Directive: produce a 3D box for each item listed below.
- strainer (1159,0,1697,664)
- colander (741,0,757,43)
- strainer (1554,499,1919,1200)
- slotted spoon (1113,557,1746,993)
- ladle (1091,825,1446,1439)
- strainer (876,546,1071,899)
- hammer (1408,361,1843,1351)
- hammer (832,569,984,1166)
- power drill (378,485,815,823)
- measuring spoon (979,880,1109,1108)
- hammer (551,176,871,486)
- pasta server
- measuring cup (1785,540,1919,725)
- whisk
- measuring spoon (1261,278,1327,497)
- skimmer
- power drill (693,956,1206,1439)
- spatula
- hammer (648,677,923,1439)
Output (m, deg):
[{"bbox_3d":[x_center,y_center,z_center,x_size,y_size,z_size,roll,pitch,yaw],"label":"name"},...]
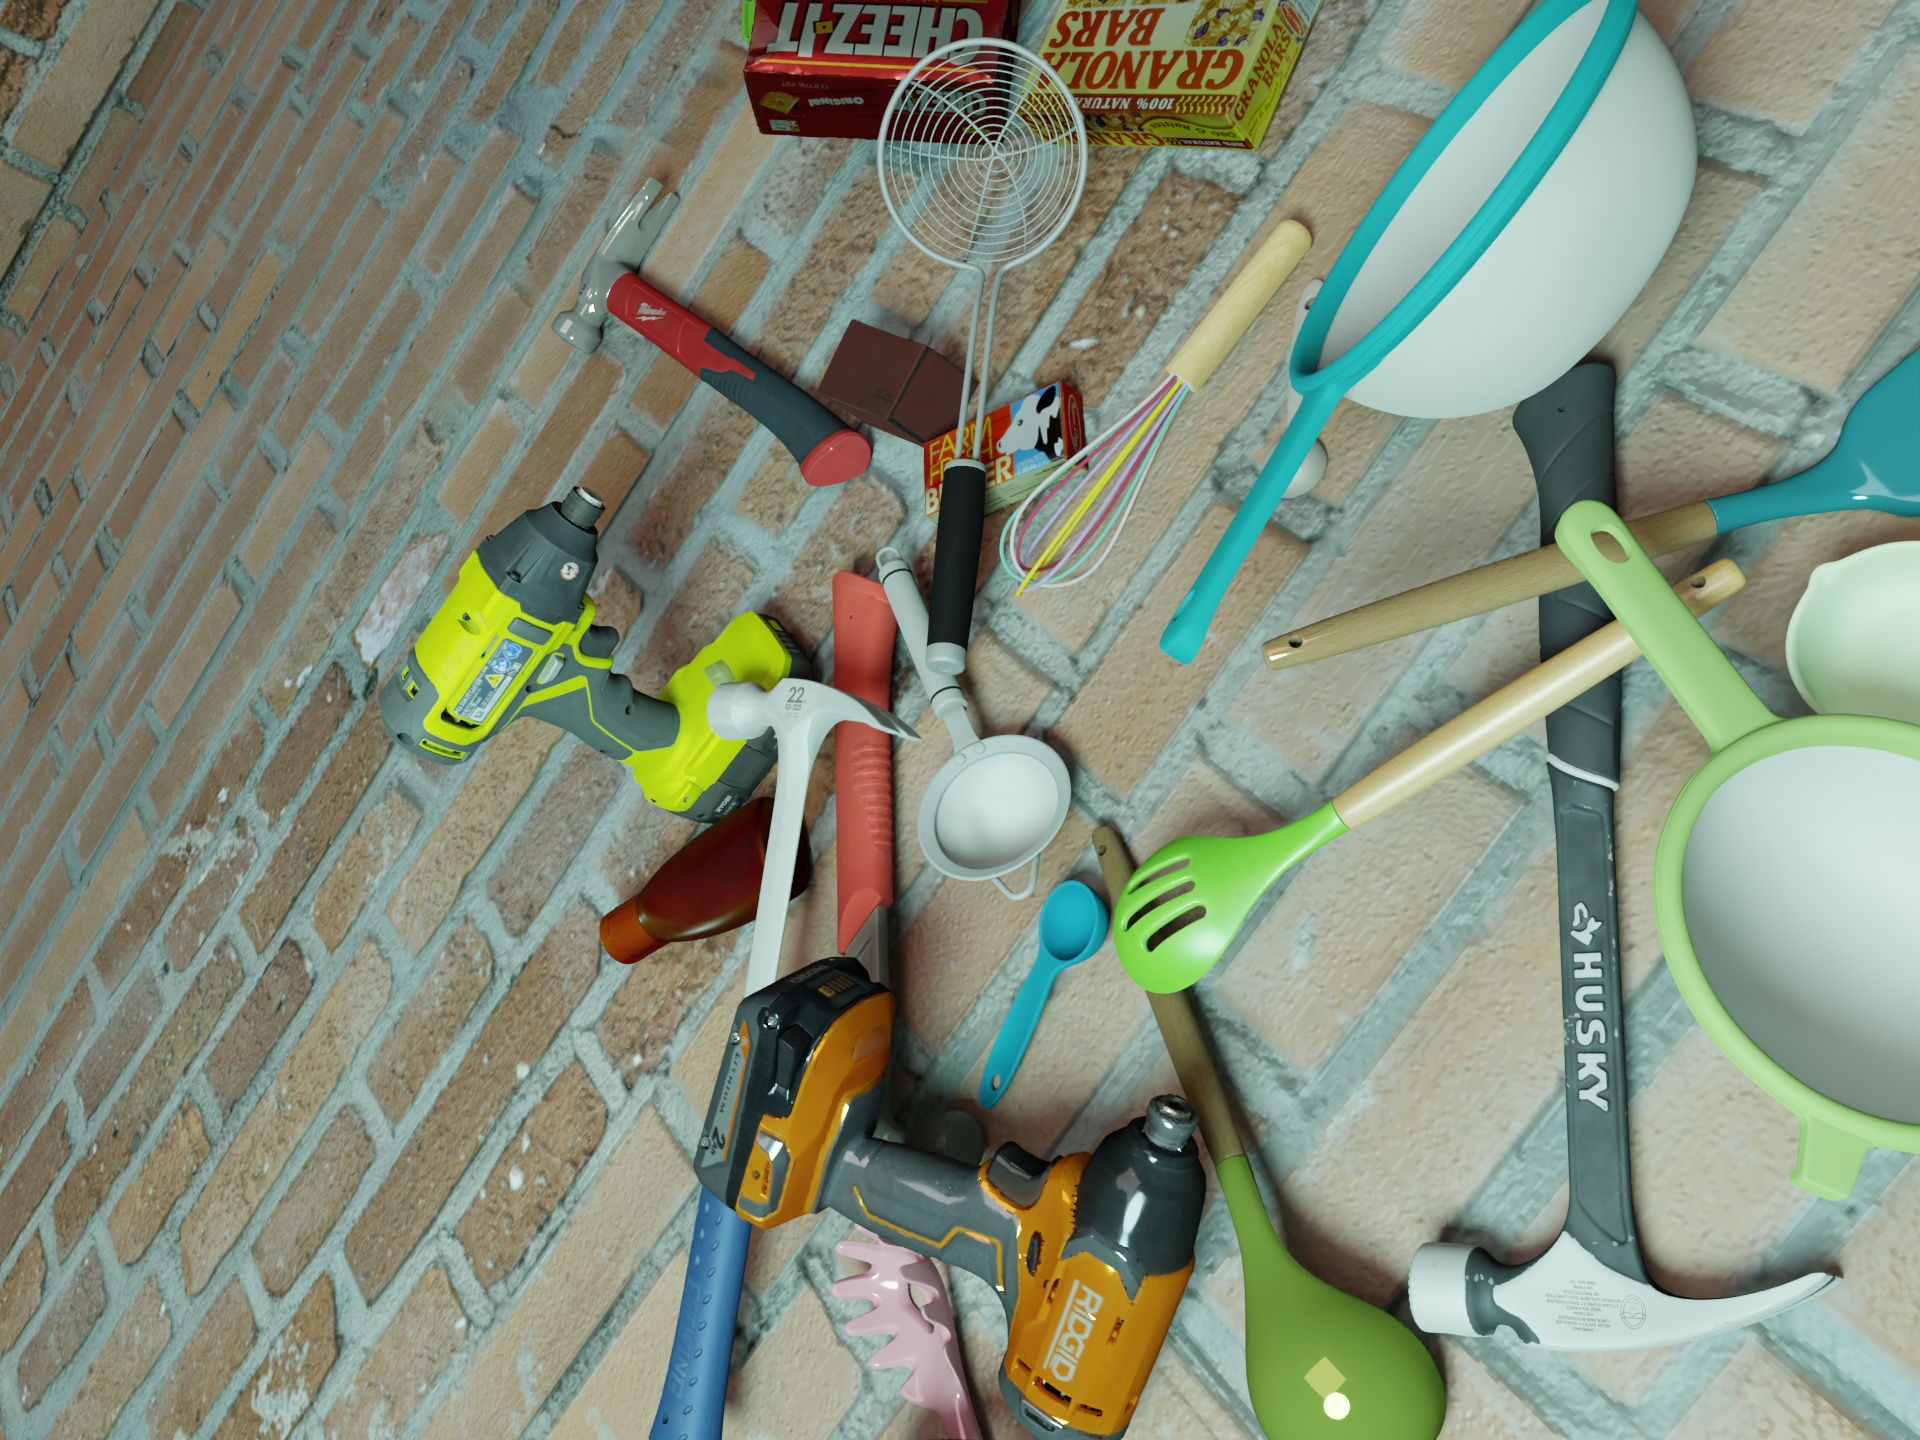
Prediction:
[{"bbox_3d":[0.210,-0.154,0.689,0.340,0.095,0.211,-58,8,-1],"label":"strainer"},{"bbox_3d":[-0.041,-0.631,1.123,0.397,0.094,0.205,-16,63,35],"label":"colander"},{"bbox_3d":[0.284,0.035,0.570,0.151,0.069,0.257,-22,65,-9],"label":"strainer"},{"bbox_3d":[0.183,0.025,0.675,0.313,0.031,0.070,-36,46,25],"label":"slotted spoon"},{"bbox_3d":[0.120,0.175,0.710,0.078,0.062,0.321,-46,42,28],"label":"ladle"},{"bbox_3d":[-0.001,-0.003,0.867,0.087,0.050,0.259,-28,56,8],"label":"strainer"},{"bbox_3d":[0.258,0.039,0.645,0.149,0.036,0.409,-9,67,37],"label":"hammer"},{"bbox_3d":[-0.061,0.083,0.894,0.149,0.036,0.359,-21,61,35],"label":"hammer"},{"bbox_3d":[-0.198,-0.032,0.928,0.171,0.223,0.080,-51,49,13],"label":"power drill"},{"bbox_3d":[0.043,0.141,0.802,0.042,0.021,0.128,38,108,51],"label":"measuring spoon"},{"bbox_3d":[-0.168,-0.272,1.127,0.387,0.038,0.143,40,98,42],"label":"hammer"},{"bbox_3d":[0.014,0.375,0.714,0.060,0.040,0.317,-54,46,35],"label":"pasta server"},{"bbox_3d":[0.382,-0.055,0.576,0.167,0.038,0.083,-44,50,15],"label":"measuring cup"},{"bbox_3d":[0.104,-0.165,0.855,0.051,0.047,0.245,42,97,31],"label":"whisk"},{"bbox_3d":[0.172,-0.173,0.812,0.034,0.018,0.124,-4,70,40],"label":"measuring spoon"},{"bbox_3d":[0.000,-0.208,0.888,0.127,0.090,0.363,0,69,15],"label":"skimmer"},{"bbox_3d":[0.000,0.197,0.710,0.227,0.084,0.164,27,112,24],"label":"power drill"},{"bbox_3d":[0.273,-0.079,0.635,0.317,0.044,0.082,-18,64,10],"label":"spatula"},{"bbox_3d":[-0.108,0.175,0.846,0.144,0.035,0.406,-1,76,40],"label":"hammer"}]
